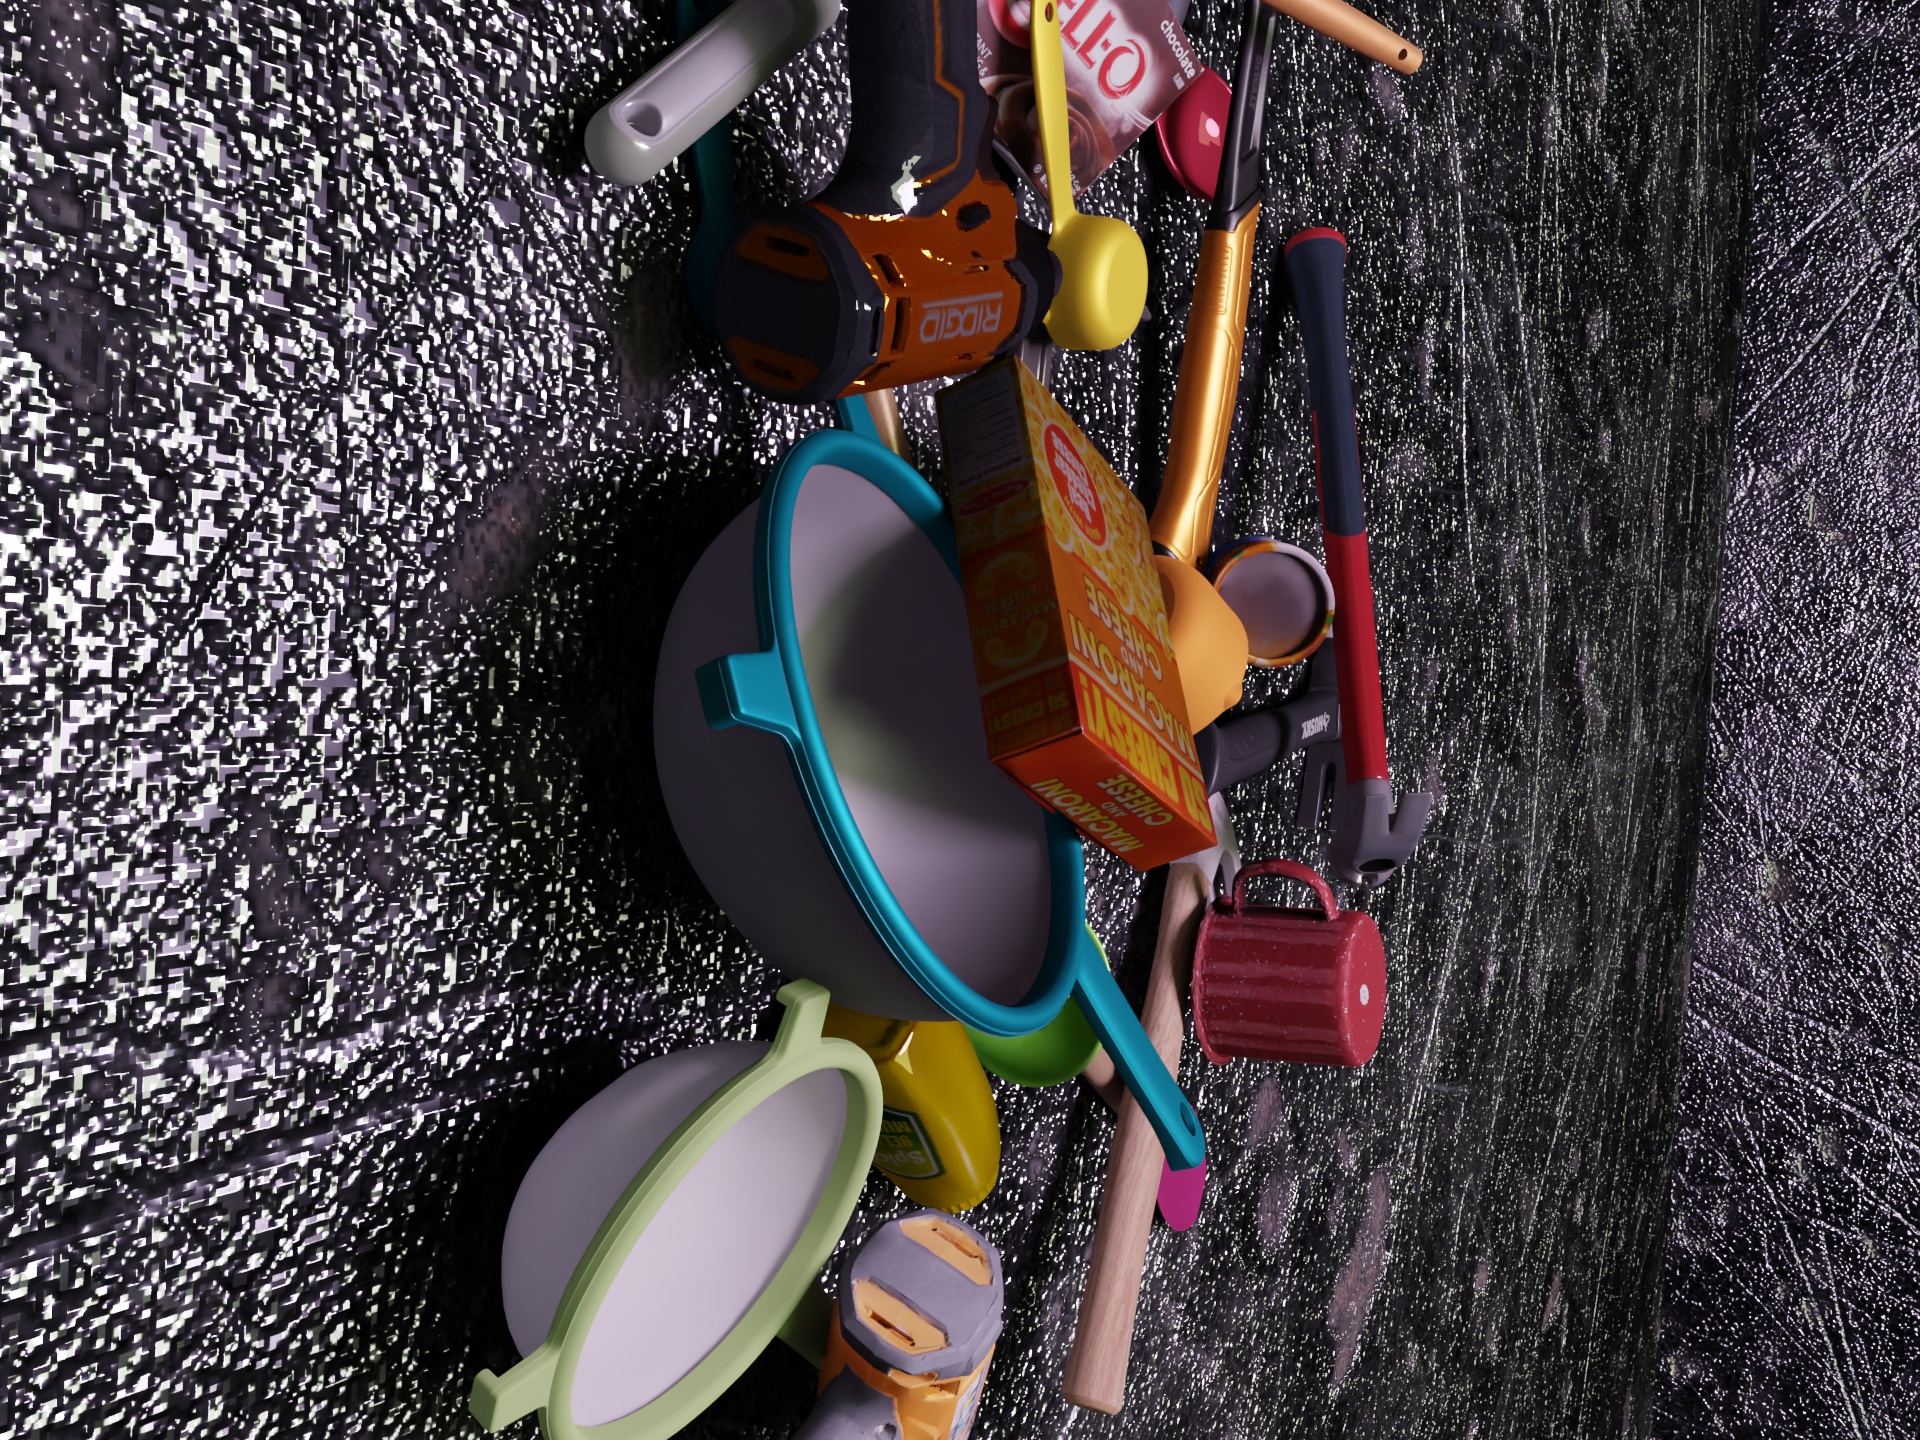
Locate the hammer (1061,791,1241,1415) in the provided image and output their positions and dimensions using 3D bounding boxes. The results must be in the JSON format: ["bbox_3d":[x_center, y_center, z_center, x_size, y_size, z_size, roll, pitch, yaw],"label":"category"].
[{"bbox_3d":[0.101,0.185,0.829,0.129,0.031,0.331,49,48,-48],"label":"hammer"}]

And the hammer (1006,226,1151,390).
[{"bbox_3d":[0.023,-0.034,0.711,0.149,0.037,0.359,7,88,-56],"label":"hammer"}]

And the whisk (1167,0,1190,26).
[{"bbox_3d":[0.102,-0.452,0.735,0.070,0.070,0.284,9,84,-56],"label":"whisk"}]

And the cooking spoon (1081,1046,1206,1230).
[{"bbox_3d":[0.078,0.190,0.838,0.318,0.017,0.069,56,44,-44],"label":"cooking spoon"}]

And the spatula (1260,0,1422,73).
[{"bbox_3d":[0.094,-0.341,0.687,0.322,0.041,0.081,10,115,-33],"label":"spatula"}]

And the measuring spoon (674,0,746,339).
[{"bbox_3d":[-0.079,-0.196,0.548,0.042,0.021,0.128,-25,114,-52],"label":"measuring spoon"}]

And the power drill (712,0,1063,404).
[{"bbox_3d":[0.000,-0.224,0.525,0.164,0.084,0.226,-26,133,-52],"label":"power drill"}]

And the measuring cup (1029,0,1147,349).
[{"bbox_3d":[0.052,-0.225,0.652,0.062,0.029,0.156,-52,144,-38],"label":"measuring cup"}]

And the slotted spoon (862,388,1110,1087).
[{"bbox_3d":[-0.001,-0.002,0.644,0.031,0.070,0.313,-120,-165,-81],"label":"slotted spoon"}]

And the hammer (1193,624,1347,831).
[{"bbox_3d":[0.180,0.014,0.915,0.334,0.035,0.146,-13,106,-63],"label":"hammer"}]

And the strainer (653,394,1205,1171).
[{"bbox_3d":[-0.013,0.062,0.579,0.340,0.095,0.211,59,23,-30],"label":"strainer"}]

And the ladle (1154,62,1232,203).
[{"bbox_3d":[0.061,-0.343,0.733,0.315,0.031,0.069,32,68,-51],"label":"ladle"}]

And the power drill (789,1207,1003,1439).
[{"bbox_3d":[-0.068,0.304,0.564,0.226,0.084,0.185,-44,154,-42],"label":"power drill"}]

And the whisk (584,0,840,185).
[{"bbox_3d":[-0.046,-0.255,0.548,0.057,0.059,0.246,41,59,-8],"label":"whisk"}]

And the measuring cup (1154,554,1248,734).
[{"bbox_3d":[0.062,-0.003,0.750,0.173,0.095,0.052,-54,133,-11],"label":"measuring cup"}]

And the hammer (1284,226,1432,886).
[{"bbox_3d":[0.214,-0.111,0.882,0.143,0.038,0.387,70,18,-71],"label":"hammer"}]

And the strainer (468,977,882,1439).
[{"bbox_3d":[-0.088,0.183,0.562,0.151,0.069,0.256,-52,154,-20],"label":"strainer"}]

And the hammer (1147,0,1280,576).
[{"bbox_3d":[0.139,-0.236,0.815,0.127,0.034,0.337,-3,105,-47],"label":"hammer"}]
